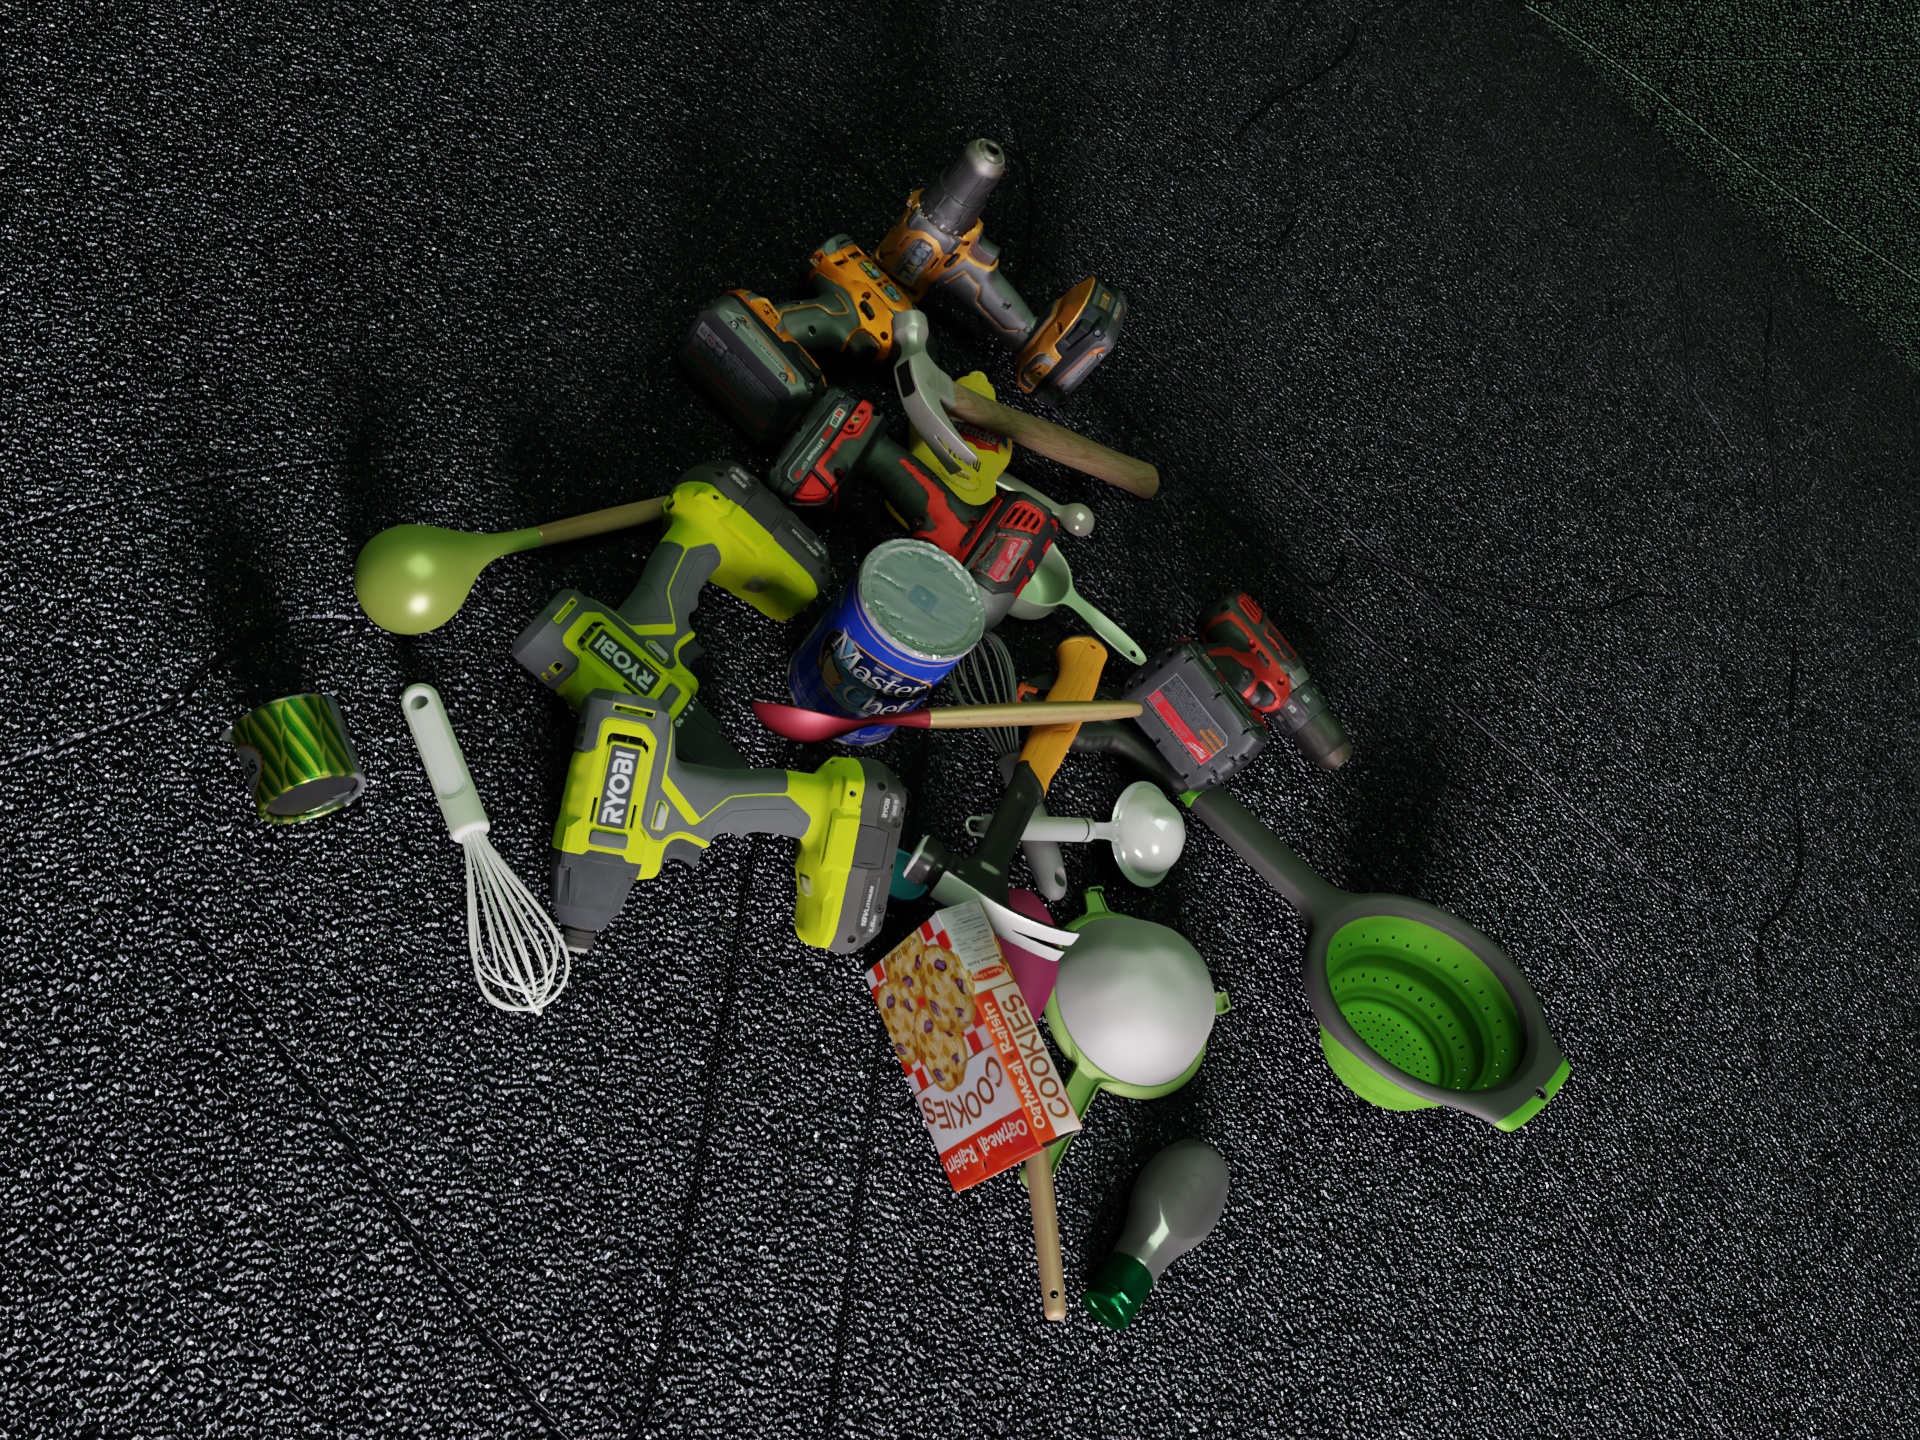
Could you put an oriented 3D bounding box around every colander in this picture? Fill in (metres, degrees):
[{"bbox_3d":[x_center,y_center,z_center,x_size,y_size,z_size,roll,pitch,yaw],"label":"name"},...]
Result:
[{"bbox_3d":[0.306,0.194,1.321,0.204,0.094,0.397,-25,58,-39],"label":"colander"}]

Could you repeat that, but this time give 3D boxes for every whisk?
[{"bbox_3d":[-0.315,0.079,1.030,0.058,0.059,0.246,-24,70,-11],"label":"whisk"},{"bbox_3d":[0.040,0.031,1.275,0.055,0.055,0.239,-7,70,-34],"label":"whisk"}]

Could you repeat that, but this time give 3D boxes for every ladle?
[{"bbox_3d":[-0.298,-0.134,1.182,0.320,0.062,0.078,-24,75,-46],"label":"ladle"},{"bbox_3d":[-0.002,-0.004,1.181,0.315,0.069,0.031,-2,91,-25],"label":"ladle"}]

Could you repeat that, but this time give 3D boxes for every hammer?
[{"bbox_3d":[0.066,0.038,1.217,0.127,0.034,0.337,31,40,-3],"label":"hammer"},{"bbox_3d":[0.068,-0.254,1.421,0.331,0.031,0.130,13,61,-44],"label":"hammer"}]

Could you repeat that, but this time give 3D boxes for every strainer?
[{"bbox_3d":[0.105,0.088,1.253,0.258,0.050,0.087,5,81,-39],"label":"strainer"},{"bbox_3d":[0.117,0.237,1.177,0.151,0.069,0.256,41,47,-3],"label":"strainer"}]

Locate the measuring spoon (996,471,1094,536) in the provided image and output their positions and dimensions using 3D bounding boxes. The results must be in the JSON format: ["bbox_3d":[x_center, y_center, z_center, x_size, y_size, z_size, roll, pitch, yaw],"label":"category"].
[{"bbox_3d":[0.072,-0.208,1.461,0.124,0.018,0.034,26,51,-14],"label":"measuring spoon"}]

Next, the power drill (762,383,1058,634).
[{"bbox_3d":[-0.045,-0.158,1.281,0.219,0.078,0.143,32,74,0],"label":"power drill"}]

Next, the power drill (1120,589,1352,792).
[{"bbox_3d":[0.252,-0.012,1.390,0.188,0.080,0.226,52,33,5],"label":"power drill"}]

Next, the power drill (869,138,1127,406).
[{"bbox_3d":[0.045,-0.414,1.467,0.226,0.185,0.084,32,48,-15],"label":"power drill"}]

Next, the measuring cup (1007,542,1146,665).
[{"bbox_3d":[0.090,-0.095,1.391,0.167,0.038,0.083,39,49,-7],"label":"measuring cup"}]

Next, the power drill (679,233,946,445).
[{"bbox_3d":[-0.115,-0.323,1.380,0.164,0.084,0.226,46,45,1],"label":"power drill"}]

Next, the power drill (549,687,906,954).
[{"bbox_3d":[-0.161,0.083,1.080,0.223,0.080,0.171,13,86,-23],"label":"power drill"}]

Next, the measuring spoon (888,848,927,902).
[{"bbox_3d":[-0.069,0.086,1.197,0.042,0.021,0.129,-17,63,-37],"label":"measuring spoon"}]

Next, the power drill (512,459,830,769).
[{"bbox_3d":[-0.192,-0.065,1.170,0.190,0.080,0.229,42,51,-15],"label":"power drill"}]

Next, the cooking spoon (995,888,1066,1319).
[{"bbox_3d":[0.049,0.259,1.128,0.068,0.017,0.319,-5,56,-2],"label":"cooking spoon"}]
